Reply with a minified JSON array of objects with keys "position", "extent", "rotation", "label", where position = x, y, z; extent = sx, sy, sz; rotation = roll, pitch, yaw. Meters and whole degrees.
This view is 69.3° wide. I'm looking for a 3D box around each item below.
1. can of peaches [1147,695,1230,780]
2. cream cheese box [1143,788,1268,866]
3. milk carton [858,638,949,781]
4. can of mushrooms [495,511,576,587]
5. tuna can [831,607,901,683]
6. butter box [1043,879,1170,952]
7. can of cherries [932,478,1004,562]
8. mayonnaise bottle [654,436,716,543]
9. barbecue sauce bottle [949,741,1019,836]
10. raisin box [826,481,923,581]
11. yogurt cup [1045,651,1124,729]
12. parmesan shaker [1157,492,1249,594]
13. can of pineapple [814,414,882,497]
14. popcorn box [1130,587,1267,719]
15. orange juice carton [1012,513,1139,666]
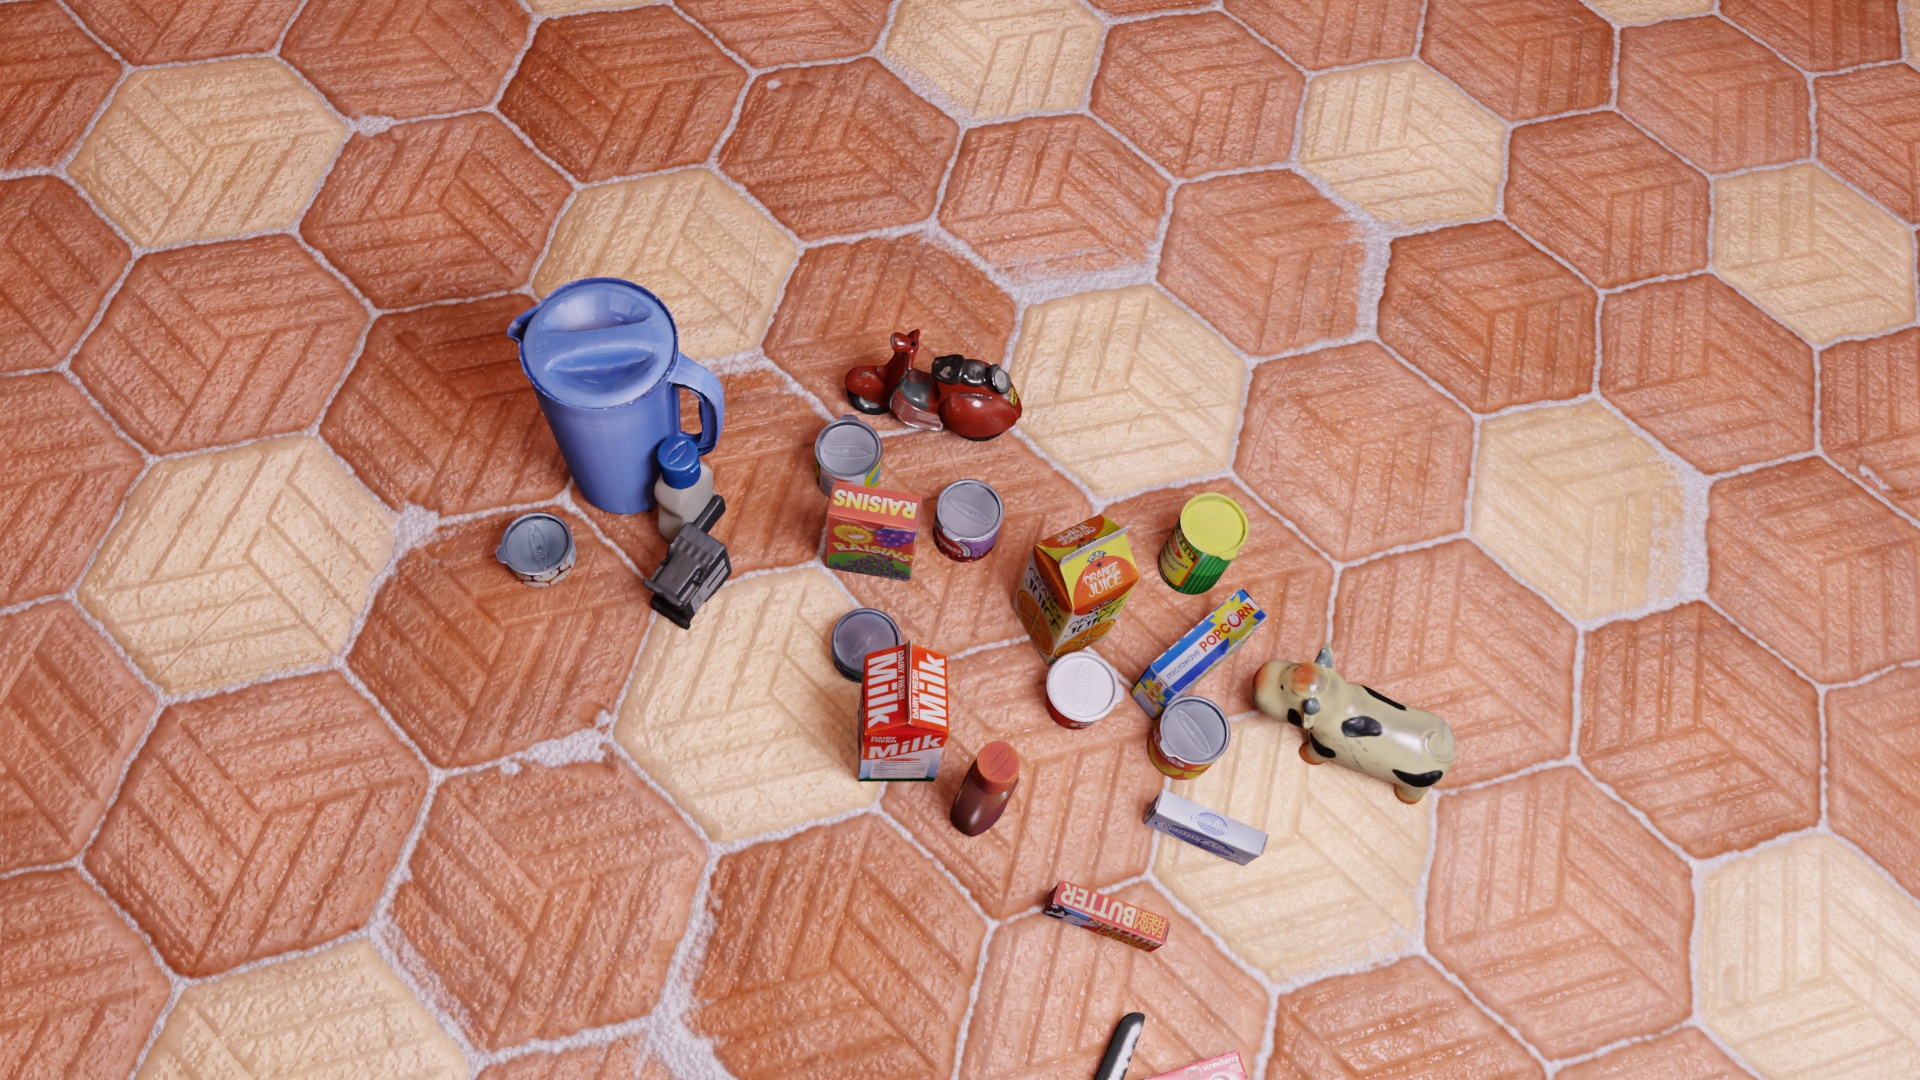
[{"position":[0.210,0.186,1.296],"extent":[0.071,0.057,0.071],"rotation":[3,65,-5],"label":"can of peaches"},{"position":[0.222,0.262,1.263],"extent":[0.104,0.053,0.024],"rotation":[23,65,4],"label":"cream cheese box"},{"position":[-0.050,0.151,1.209],"extent":[0.073,0.189,0.072],"rotation":[1,65,-6],"label":"milk carton"},{"position":[-0.403,0.010,1.322],"extent":[0.071,0.033,0.071],"rotation":[3,65,-5],"label":"can of mushrooms"},{"position":[-0.087,0.101,1.315],"extent":[0.071,0.032,0.071],"rotation":[3,65,-5],"label":"tuna can"},{"position":[0.128,0.331,1.221],"extent":[0.103,0.053,0.024],"rotation":[19,65,3],"label":"butter box"},{"position":[0.005,-0.017,1.368],"extent":[0.071,0.058,0.072],"rotation":[3,65,-5],"label":"can of cherries"},{"position":[-0.259,-0.048,1.303],"extent":[0.041,0.147,0.065],"rotation":[32,66,9],"label":"mayonnaise bottle"},{"position":[0.025,0.213,1.211],"extent":[0.044,0.148,0.065],"rotation":[37,67,11],"label":"barbecue sauce bottle"},{"position":[-0.083,-0.007,1.317],"extent":[0.086,0.123,0.040],"rotation":[10,65,-2],"label":"raisin box"},{"position":[0.111,0.145,1.306],"extent":[0.072,0.053,0.072],"rotation":[3,65,-5],"label":"yogurt cup"},{"position":[0.236,0.008,1.358],"extent":[0.071,0.102,0.071],"rotation":[3,65,-5],"label":"parmesan shaker"},{"position":[-0.111,-0.081,1.385],"extent":[0.071,0.057,0.071],"rotation":[3,65,-5],"label":"can of pineapple"},{"position":[0.225,0.109,1.319],"extent":[0.127,0.085,0.038],"rotation":[-37,74,-20],"label":"popcorn box"},{"position":[0.107,0.040,1.278],"extent":[0.072,0.191,0.073],"rotation":[-24,70,-16],"label":"orange juice carton"}]
